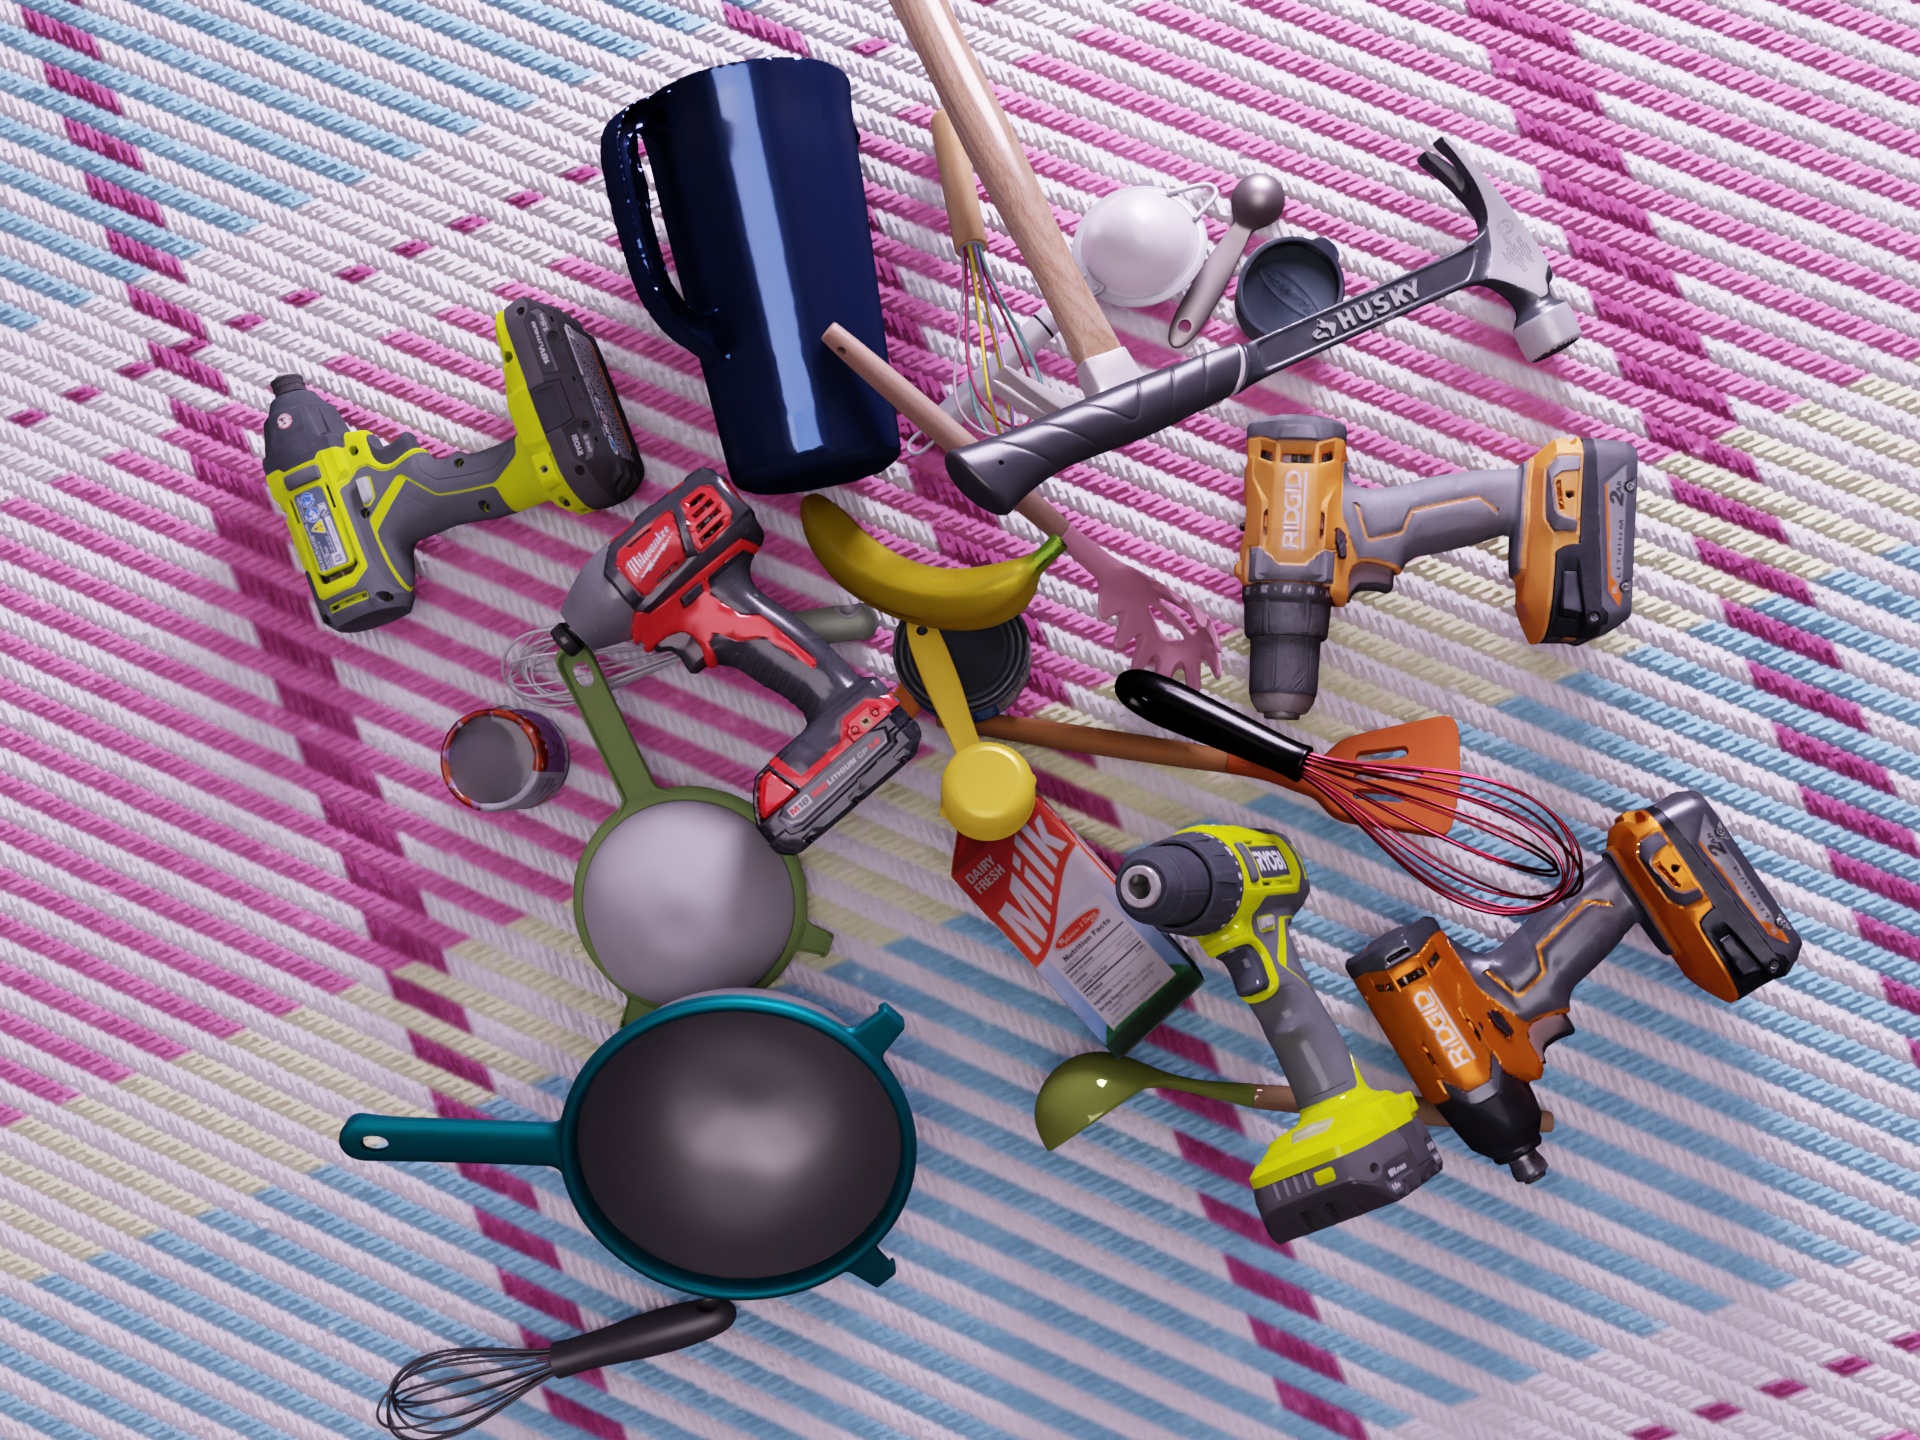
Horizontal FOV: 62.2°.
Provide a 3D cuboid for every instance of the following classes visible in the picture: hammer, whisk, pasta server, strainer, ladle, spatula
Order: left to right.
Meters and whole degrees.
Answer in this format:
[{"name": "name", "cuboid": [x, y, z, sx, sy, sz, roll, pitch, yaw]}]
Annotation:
[{"name": "whisk", "cuboid": [-0.259, 0.412, 1.021, 0.239, 0.055, 0.055, -16, 88, 1]}, {"name": "strainer", "cuboid": [-0.196, 0.240, 0.977, 0.340, 0.095, 0.211, 2, 110, -1]}, {"name": "strainer", "cuboid": [-0.194, 0.072, 0.985, 0.151, 0.069, 0.256, -23, 100, 4]}, {"name": "whisk", "cuboid": [-0.174, -0.047, 1.024, 0.246, 0.058, 0.059, -8, 123, 2]}, {"name": "whisk", "cuboid": [0.011, -0.276, 0.985, 0.051, 0.047, 0.245, -26, 67, 42]}, {"name": "hammer", "cuboid": [0.032, -0.315, 0.957, 0.130, 0.031, 0.331, -22, 81, -20]}, {"name": "pasta server", "cuboid": [0.040, -0.127, 0.959, 0.316, 0.040, 0.060, 39, 130, -16]}, {"name": "strainer", "cuboid": [0.062, -0.258, 1.007, 0.258, 0.050, 0.087, -43, 70, 6]}, {"name": "spatula", "cuboid": [0.143, 0.018, 0.994, 0.322, 0.041, 0.081, 8, 66, 7]}, {"name": "hammer", "cuboid": [0.174, -0.217, 0.928, 0.409, 0.036, 0.149, -25, 88, -17]}, {"name": "ladle", "cuboid": [0.206, 0.246, 0.979, 0.320, 0.078, 0.062, 5, 74, -1]}, {"name": "whisk", "cuboid": [0.219, 0.034, 0.933, 0.296, 0.073, 0.073, 26, 92, 24]}]

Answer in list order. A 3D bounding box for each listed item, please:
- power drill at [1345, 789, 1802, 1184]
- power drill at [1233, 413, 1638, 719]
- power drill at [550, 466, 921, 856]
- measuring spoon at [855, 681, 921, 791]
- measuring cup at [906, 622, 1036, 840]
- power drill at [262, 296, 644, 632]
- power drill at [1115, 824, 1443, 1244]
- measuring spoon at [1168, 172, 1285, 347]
[{"name": "power drill", "cuboid": [0.368, 0.159, 0.944, 0.226, 0.084, 0.164, -30, 76, 6]}, {"name": "power drill", "cuboid": [0.280, -0.088, 0.963, 0.226, 0.084, 0.185, 4, 86, 9]}, {"name": "power drill", "cuboid": [-0.137, -0.030, 0.968, 0.143, 0.078, 0.219, -40, 92, -3]}, {"name": "measuring spoon", "cuboid": [-0.044, 0.000, 1.024, 0.021, 0.011, 0.117, 35, 92, 5]}, {"name": "measuring cup", "cuboid": [-0.002, -0.003, 0.954, 0.062, 0.029, 0.157, -20, 71, -6]}, {"name": "power drill", "cuboid": [-0.334, -0.175, 1.022, 0.223, 0.080, 0.171, -21, 88, 7]}, {"name": "power drill", "cuboid": [0.172, 0.164, 0.892, 0.080, 0.190, 0.229, -31, 72, 25]}, {"name": "measuring spoon", "cuboid": [0.166, -0.292, 1.007, 0.034, 0.018, 0.124, 30, 92, 5]}]
